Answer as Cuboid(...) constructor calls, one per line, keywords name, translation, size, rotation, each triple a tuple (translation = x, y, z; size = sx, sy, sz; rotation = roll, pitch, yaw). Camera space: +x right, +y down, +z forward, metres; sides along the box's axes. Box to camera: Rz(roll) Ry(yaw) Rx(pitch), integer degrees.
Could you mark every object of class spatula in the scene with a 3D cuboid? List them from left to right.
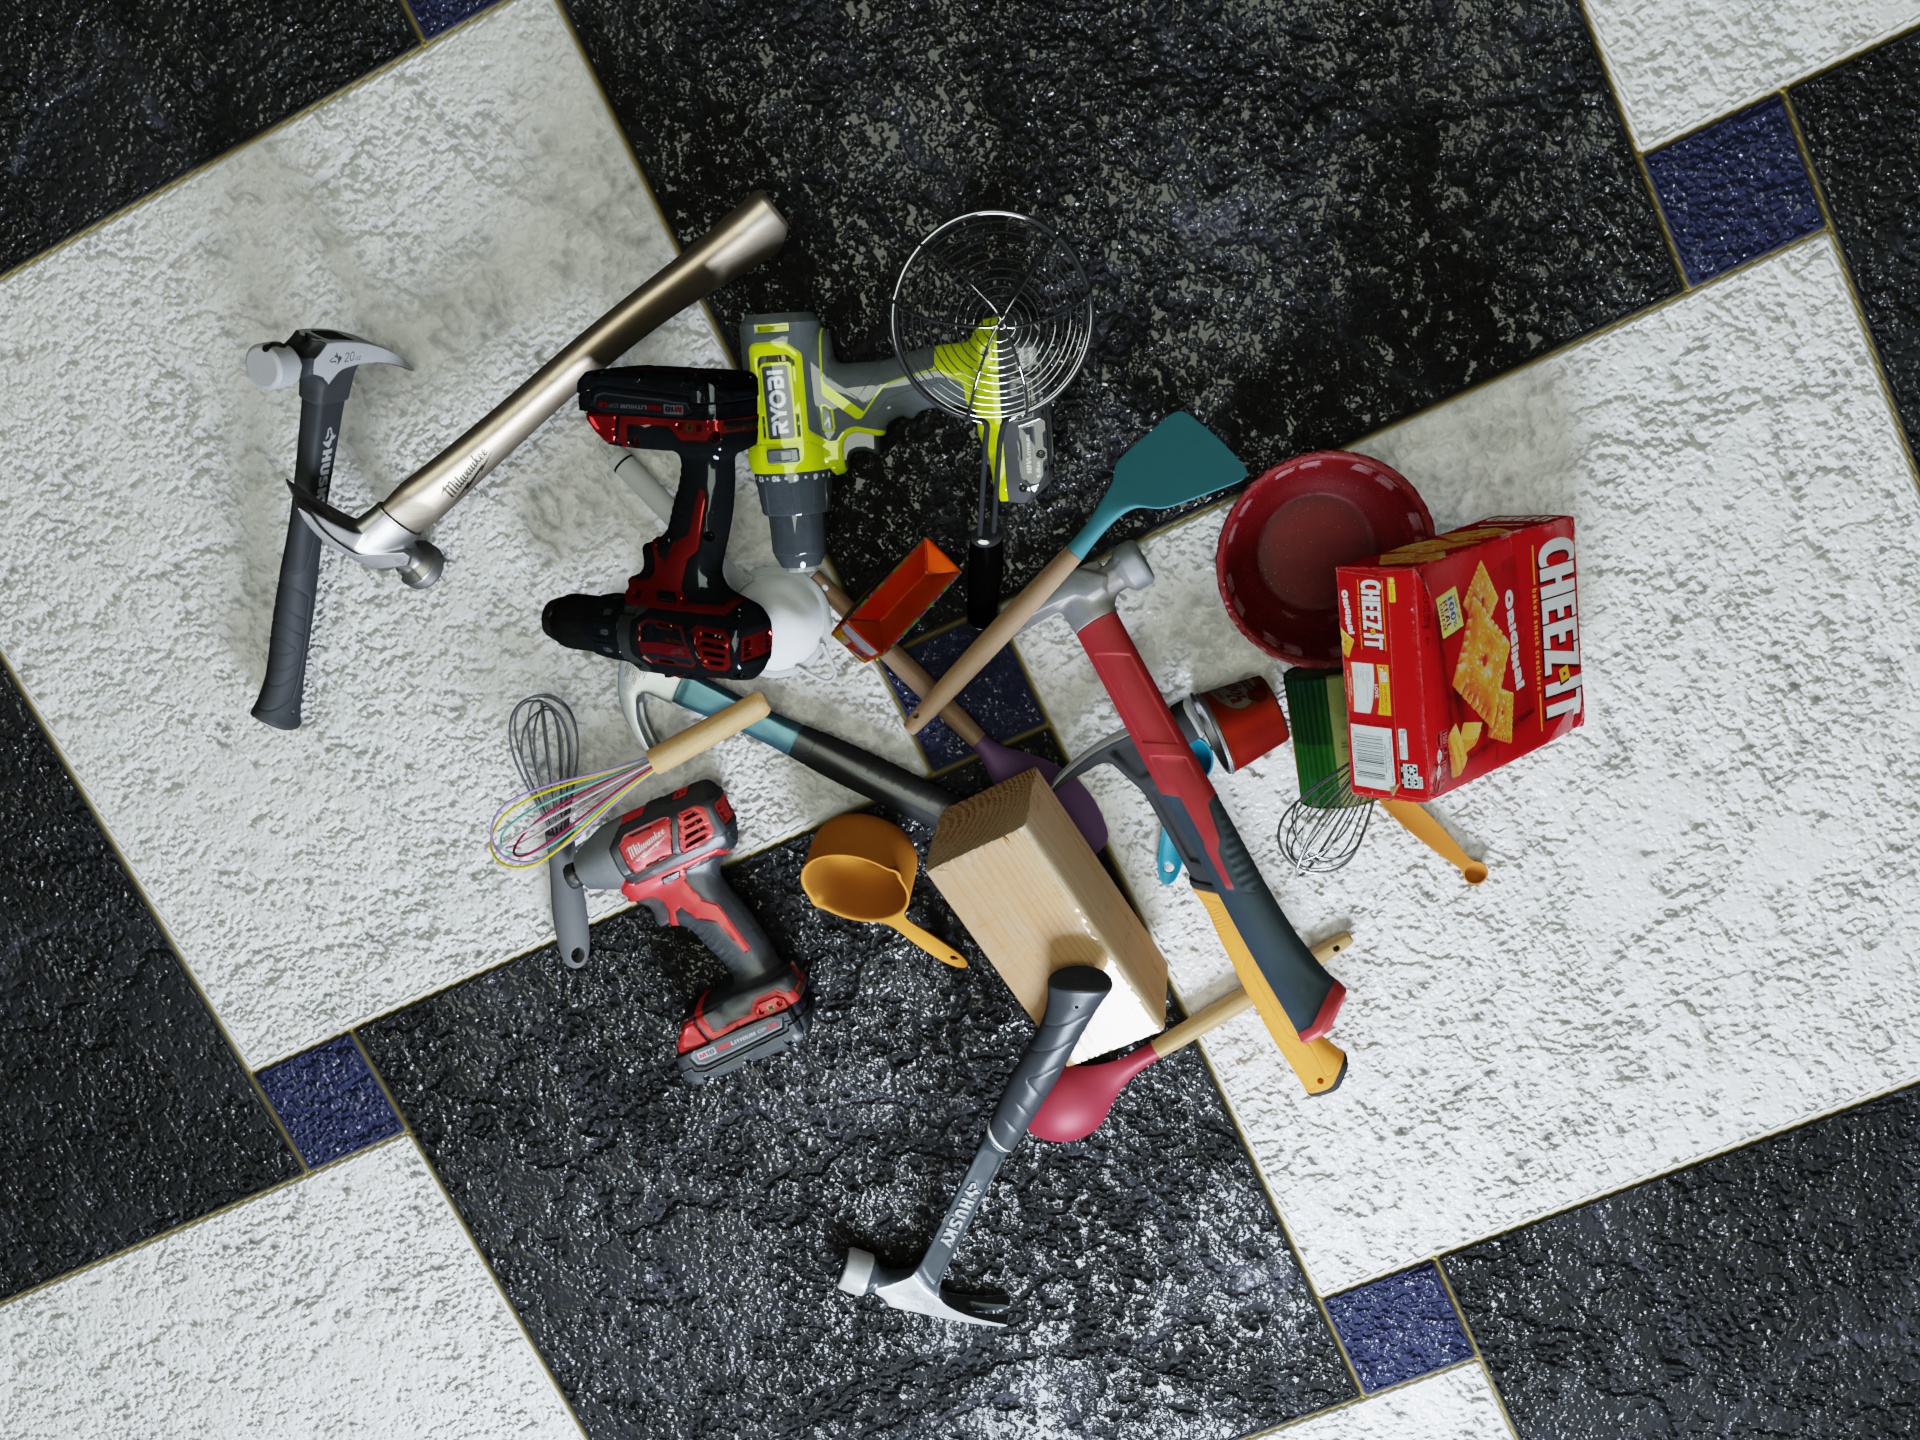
Cuboid(name="spatula", translation=(-0.002, -0.004, 1.254), size=(0.316, 0.018, 0.060), rotation=(44, 87, -7))
Cuboid(name="spatula", translation=(0.073, -0.102, 1.190), size=(0.317, 0.044, 0.082), rotation=(-46, 61, 11))

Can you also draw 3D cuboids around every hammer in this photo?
Cuboid(name="hammer", translation=(-0.500, -0.139, 1.220), size=(0.035, 0.146, 0.334), rotation=(25, 116, 11))
Cuboid(name="hammer", translation=(-0.301, -0.254, 1.171), size=(0.410, 0.146, 0.038), rotation=(-38, 63, 7))
Cuboid(name="hammer", translation=(-0.118, 0.020, 1.261), size=(0.331, 0.033, 0.128), rotation=(26, 103, -2))
Cuboid(name="hammer", translation=(0.030, 0.347, 1.269), size=(0.149, 0.036, 0.408), rotation=(21, 122, -4))
Cuboid(name="hammer", translation=(0.155, 0.062, 1.166), size=(0.143, 0.038, 0.386), rotation=(-30, 73, 12))
Cuboid(name="hammer", translation=(0.202, 0.154, 1.248), size=(0.127, 0.034, 0.337), rotation=(-28, 99, 17))

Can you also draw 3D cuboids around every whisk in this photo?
Cuboid(name="whisk", translation=(-0.327, 0.092, 1.287), size=(0.055, 0.055, 0.239), rotation=(-2, 107, 5))
Cuboid(name="whisk", translation=(-0.255, 0.047, 1.232), size=(0.245, 0.047, 0.051), rotation=(-28, 131, 2))
Cuboid(name="whisk", translation=(0.308, 0.021, 1.165), size=(0.058, 0.059, 0.246), rotation=(29, 62, 25))

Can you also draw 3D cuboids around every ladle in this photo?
Cuboid(name="ladle", translation=(0.182, 0.257, 1.300), size=(0.315, 0.031, 0.069), rotation=(-33, 100, 9))

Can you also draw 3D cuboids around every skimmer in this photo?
Cuboid(name="skimmer", translation=(0.017, -0.185, 1.091), size=(0.127, 0.363, 0.090), rotation=(-6, 63, -4))

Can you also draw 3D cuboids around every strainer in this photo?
Cuboid(name="strainer", translation=(-0.189, -0.124, 1.220), size=(0.087, 0.050, 0.258), rotation=(-44, 88, -1))

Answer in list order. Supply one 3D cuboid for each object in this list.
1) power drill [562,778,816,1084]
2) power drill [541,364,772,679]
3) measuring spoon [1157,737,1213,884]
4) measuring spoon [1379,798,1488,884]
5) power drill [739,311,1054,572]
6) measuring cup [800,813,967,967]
Cuboid(name="power drill", translation=(-0.217, 0.169, 1.277), size=(0.143, 0.078, 0.219), rotation=(-24, 99, 5))
Cuboid(name="power drill", translation=(-0.230, -0.144, 1.173), size=(0.188, 0.080, 0.226), rotation=(8, 108, 22))
Cuboid(name="measuring spoon", translation=(0.173, 0.069, 1.261), size=(0.042, 0.021, 0.128), rotation=(10, 109, 9))
Cuboid(name="measuring spoon", translation=(0.370, 0.087, 1.255), size=(0.117, 0.011, 0.021), rotation=(41, 103, -2))
Cuboid(name="power drill", translation=(-0.048, -0.210, 1.181), size=(0.228, 0.080, 0.190), rotation=(-3, 103, 7))
Cuboid(name="measuring cup", translation=(-0.050, 0.137, 1.277), size=(0.095, 0.052, 0.173), rotation=(-25, 128, 37))
